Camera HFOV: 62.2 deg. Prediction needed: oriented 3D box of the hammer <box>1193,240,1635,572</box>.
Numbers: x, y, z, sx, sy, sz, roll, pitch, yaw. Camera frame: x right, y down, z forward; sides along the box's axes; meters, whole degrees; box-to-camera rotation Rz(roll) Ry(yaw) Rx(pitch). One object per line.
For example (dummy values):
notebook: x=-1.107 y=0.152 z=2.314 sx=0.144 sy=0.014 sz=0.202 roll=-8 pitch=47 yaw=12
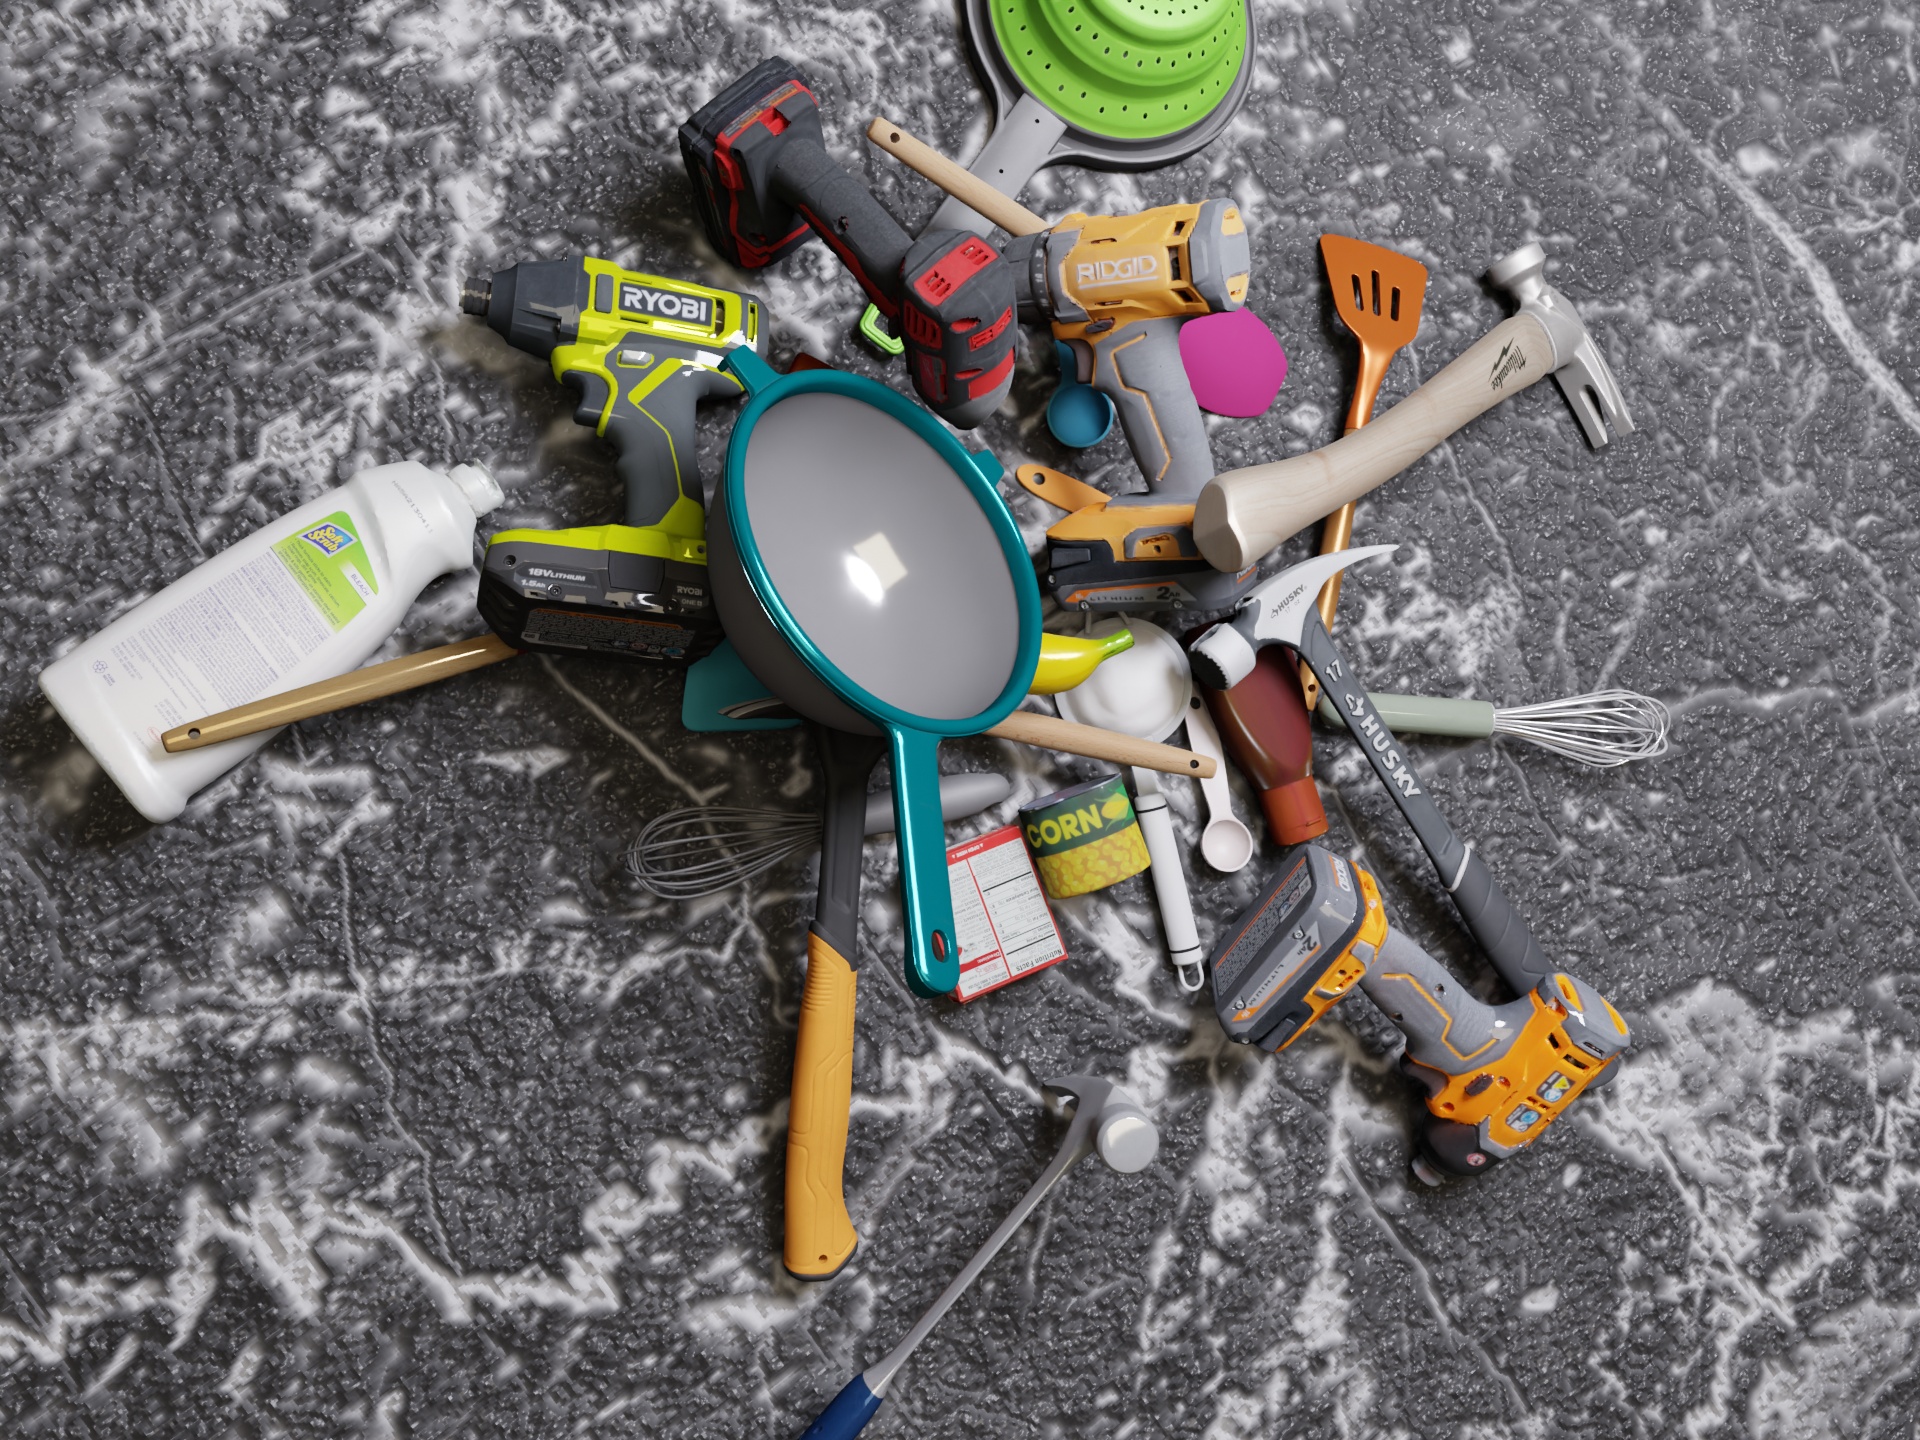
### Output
hammer: x=0.282 y=-0.172 z=0.968 sx=0.410 sy=0.038 sz=0.146 roll=-33 pitch=93 yaw=-36

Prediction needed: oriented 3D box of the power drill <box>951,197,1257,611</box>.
power drill: x=0.082 y=-0.182 z=0.937 sx=0.185 sy=0.084 sz=0.226 roll=2 pitch=110 yaw=28

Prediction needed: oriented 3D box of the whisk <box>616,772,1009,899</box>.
whisk: x=-0.081 y=0.060 z=0.932 sx=0.239 sy=0.055 sz=0.055 roll=-11 pitch=88 yaw=-19

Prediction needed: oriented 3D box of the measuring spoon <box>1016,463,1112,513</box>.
measuring spoon: x=0.089 y=-0.136 z=1.008 sx=0.117 sy=0.011 sz=0.021 roll=23 pitch=80 yaw=-11

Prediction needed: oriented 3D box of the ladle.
ladle: x=-0.271 y=-0.035 z=0.875 sx=0.315 sy=0.031 sz=0.069 roll=-20 pitch=88 yaw=-27

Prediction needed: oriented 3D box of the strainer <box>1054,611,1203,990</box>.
strainer: x=0.117 y=0.043 z=0.986 sx=0.087 sy=0.050 sz=0.258 roll=-14 pitch=92 yaw=-1

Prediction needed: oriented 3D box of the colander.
colander: x=0.064 y=-0.395 z=0.982 sx=0.204 sy=0.094 sz=0.397 roll=36 pitch=78 yaw=-8

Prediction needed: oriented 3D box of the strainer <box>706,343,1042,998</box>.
strainer: x=-0.054 y=-0.015 z=0.824 sx=0.210 sy=0.095 sz=0.341 roll=15 pitch=58 yaw=-41

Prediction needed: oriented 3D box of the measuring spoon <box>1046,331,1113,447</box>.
measuring spoon: x=0.068 y=-0.234 z=1.005 sx=0.042 sy=0.021 sz=0.128 roll=-8 pitch=88 yaw=-4

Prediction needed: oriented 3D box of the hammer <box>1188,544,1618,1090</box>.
hammer: x=0.305 y=0.073 z=1.001 sx=0.149 sy=0.036 sz=0.408 roll=-40 pitch=104 yaw=-17

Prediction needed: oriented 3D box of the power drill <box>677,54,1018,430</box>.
power drill: x=-0.054 y=-0.258 z=0.901 sx=0.078 sy=0.143 sz=0.220 roll=-42 pitch=72 yaw=-12

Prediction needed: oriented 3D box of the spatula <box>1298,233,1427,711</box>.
spatula: x=0.252 y=-0.164 z=1.046 sx=0.081 sy=0.041 sz=0.322 roll=12 pitch=86 yaw=-13

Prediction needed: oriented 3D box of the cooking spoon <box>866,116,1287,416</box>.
cooking spoon: x=0.079 y=-0.278 z=0.978 sx=0.318 sy=0.017 sz=0.069 roll=26 pitch=93 yaw=-24

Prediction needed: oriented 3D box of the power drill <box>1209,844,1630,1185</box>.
power drill: x=0.267 y=0.191 z=0.973 sx=0.226 sy=0.084 sz=0.164 roll=29 pitch=114 yaw=-9

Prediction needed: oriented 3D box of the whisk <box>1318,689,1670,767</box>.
whisk: x=0.352 y=0.001 z=1.045 sx=0.246 sy=0.059 sz=0.058 roll=4 pitch=40 yaw=-9

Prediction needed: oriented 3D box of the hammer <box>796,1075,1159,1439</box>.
hammer: x=-0.041 y=0.362 z=0.892 sx=0.035 sy=0.144 sz=0.405 roll=41 pitch=86 yaw=-5

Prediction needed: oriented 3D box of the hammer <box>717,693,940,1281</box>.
hammer: x=-0.081 y=0.152 z=0.900 sx=0.127 sy=0.034 sz=0.337 roll=2 pitch=95 yaw=-26

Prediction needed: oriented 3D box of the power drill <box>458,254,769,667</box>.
power drill: x=-0.198 y=-0.151 z=0.886 sx=0.171 sy=0.080 sz=0.223 roll=6 pitch=68 yaw=-19

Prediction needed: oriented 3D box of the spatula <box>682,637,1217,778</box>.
spatula: x=-0.001 y=-0.003 z=0.942 sx=0.317 sy=0.044 sz=0.082 roll=12 pitch=88 yaw=-1

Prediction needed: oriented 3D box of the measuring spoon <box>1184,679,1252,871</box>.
measuring spoon: x=0.157 y=0.036 z=1.011 sx=0.034 sy=0.018 sz=0.124 roll=-8 pitch=80 yaw=-17
